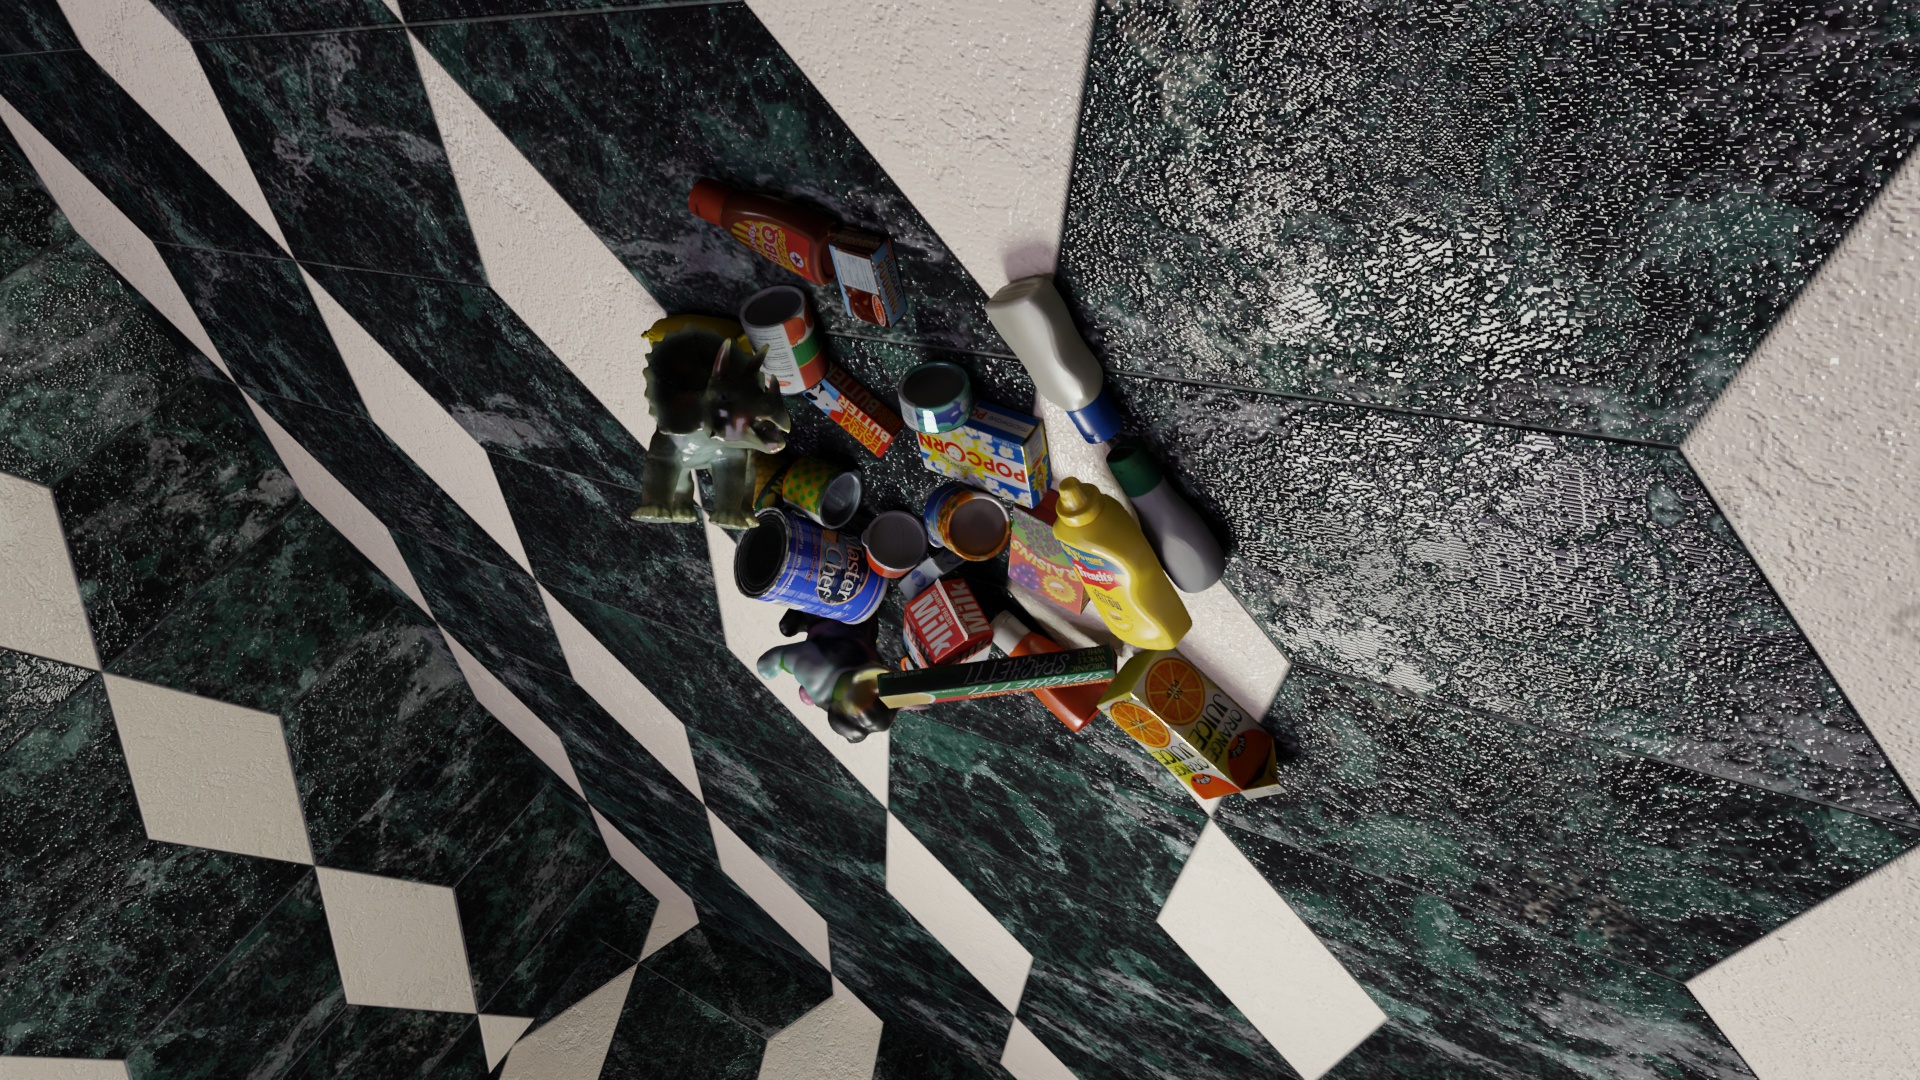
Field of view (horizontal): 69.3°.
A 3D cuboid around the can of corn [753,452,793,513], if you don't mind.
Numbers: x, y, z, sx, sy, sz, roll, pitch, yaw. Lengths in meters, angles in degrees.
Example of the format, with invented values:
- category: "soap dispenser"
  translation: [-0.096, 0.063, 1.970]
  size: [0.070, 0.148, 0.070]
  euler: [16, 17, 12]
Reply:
- category: "can of corn"
  translation: [-0.209, -0.062, 1.557]
  size: [0.058, 0.071, 0.071]
  euler: [37, 151, 5]

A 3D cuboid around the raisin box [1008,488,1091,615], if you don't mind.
- category: "raisin box"
  translation: [0.093, 0.009, 1.340]
  size: [0.086, 0.040, 0.122]
  euler: [28, 150, 17]

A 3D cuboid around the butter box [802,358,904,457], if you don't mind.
- category: "butter box"
  translation: [-0.106, -0.132, 1.384]
  size: [0.103, 0.024, 0.053]
  euler: [40, 152, 0]

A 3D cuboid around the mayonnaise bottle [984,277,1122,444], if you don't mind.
- category: "mayonnaise bottle"
  translation: [0.082, -0.145, 1.136]
  size: [0.064, 0.041, 0.147]
  euler: [0, 134, 50]

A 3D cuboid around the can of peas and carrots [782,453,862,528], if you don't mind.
- category: "can of peas and carrots"
  translation: [-0.148, -0.056, 1.496]
  size: [0.059, 0.071, 0.070]
  euler: [26, 148, 31]

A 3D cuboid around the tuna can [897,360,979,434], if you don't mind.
- category: "tuna can"
  translation: [-0.020, -0.130, 1.249]
  size: [0.071, 0.071, 0.032]
  euler: [22, 146, 27]

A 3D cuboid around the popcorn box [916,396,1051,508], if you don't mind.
- category: "popcorn box"
  translation: [0.020, -0.088, 1.286]
  size: [0.127, 0.038, 0.084]
  euler: [22, 148, 28]

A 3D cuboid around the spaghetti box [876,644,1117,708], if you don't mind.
- category: "spaghetti box"
  translation: [0.039, 0.142, 1.449]
  size: [0.250, 0.029, 0.050]
  euler: [-8, 159, 8]

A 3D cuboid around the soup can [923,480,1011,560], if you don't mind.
- category: "soup can"
  translation: [0.005, -0.017, 1.341]
  size: [0.071, 0.071, 0.084]
  euler: [49, 175, -18]

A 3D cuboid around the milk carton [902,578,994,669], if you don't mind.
- category: "milk carton"
  translation: [-0.014, 0.102, 1.505]
  size: [0.072, 0.073, 0.189]
  euler: [61, 167, 17]

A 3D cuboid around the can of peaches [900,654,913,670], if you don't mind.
- category: "can of peaches"
  translation: [-0.030, 0.141, 1.646]
  size: [0.071, 0.058, 0.071]
  euler: [28, 149, 18]

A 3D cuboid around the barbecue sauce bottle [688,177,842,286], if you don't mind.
- category: "barbecue sauce bottle"
  translation: [-0.173, -0.280, 1.232]
  size: [0.149, 0.044, 0.064]
  euler: [28, 150, 20]

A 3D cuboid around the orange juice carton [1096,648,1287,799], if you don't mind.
- category: "orange juice carton"
  translation: [0.240, 0.196, 1.400]
  size: [0.192, 0.073, 0.071]
  euler: [41, 151, -5]

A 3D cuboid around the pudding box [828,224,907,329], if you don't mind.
- category: "pudding box"
  translation: [-0.081, -0.229, 1.212]
  size: [0.050, 0.030, 0.083]
  euler: [21, 146, 28]

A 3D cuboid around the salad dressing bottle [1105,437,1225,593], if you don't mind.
- category: "salad dressing bottle"
  translation: [0.176, -0.021, 1.199]
  size: [0.064, 0.044, 0.147]
  euler: [6, 136, 56]

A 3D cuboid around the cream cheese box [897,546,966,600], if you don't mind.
- category: "cream cheese box"
  translation: [-0.025, 0.029, 1.483]
  size: [0.024, 0.053, 0.103]
  euler: [55, 151, 3]

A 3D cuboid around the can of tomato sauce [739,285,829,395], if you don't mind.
- category: "can of tomato sauce"
  translation: [-0.167, -0.193, 1.327]
  size: [0.071, 0.071, 0.082]
  euler: [20, 145, 30]

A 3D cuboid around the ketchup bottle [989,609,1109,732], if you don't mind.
- category: "ketchup bottle"
  translation: [0.092, 0.136, 1.501]
  size: [0.149, 0.065, 0.043]
  euler: [42, 143, 13]

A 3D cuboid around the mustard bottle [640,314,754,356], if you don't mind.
- category: "mustard bottle"
  translation: [-0.279, -0.207, 1.450]
  size: [0.160, 0.049, 0.065]
  euler: [18, 148, 34]

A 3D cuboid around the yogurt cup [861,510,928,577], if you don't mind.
- category: "yogurt cup"
  translation: [-0.072, 0.007, 1.502]
  size: [0.072, 0.072, 0.053]
  euler: [37, 159, 3]
